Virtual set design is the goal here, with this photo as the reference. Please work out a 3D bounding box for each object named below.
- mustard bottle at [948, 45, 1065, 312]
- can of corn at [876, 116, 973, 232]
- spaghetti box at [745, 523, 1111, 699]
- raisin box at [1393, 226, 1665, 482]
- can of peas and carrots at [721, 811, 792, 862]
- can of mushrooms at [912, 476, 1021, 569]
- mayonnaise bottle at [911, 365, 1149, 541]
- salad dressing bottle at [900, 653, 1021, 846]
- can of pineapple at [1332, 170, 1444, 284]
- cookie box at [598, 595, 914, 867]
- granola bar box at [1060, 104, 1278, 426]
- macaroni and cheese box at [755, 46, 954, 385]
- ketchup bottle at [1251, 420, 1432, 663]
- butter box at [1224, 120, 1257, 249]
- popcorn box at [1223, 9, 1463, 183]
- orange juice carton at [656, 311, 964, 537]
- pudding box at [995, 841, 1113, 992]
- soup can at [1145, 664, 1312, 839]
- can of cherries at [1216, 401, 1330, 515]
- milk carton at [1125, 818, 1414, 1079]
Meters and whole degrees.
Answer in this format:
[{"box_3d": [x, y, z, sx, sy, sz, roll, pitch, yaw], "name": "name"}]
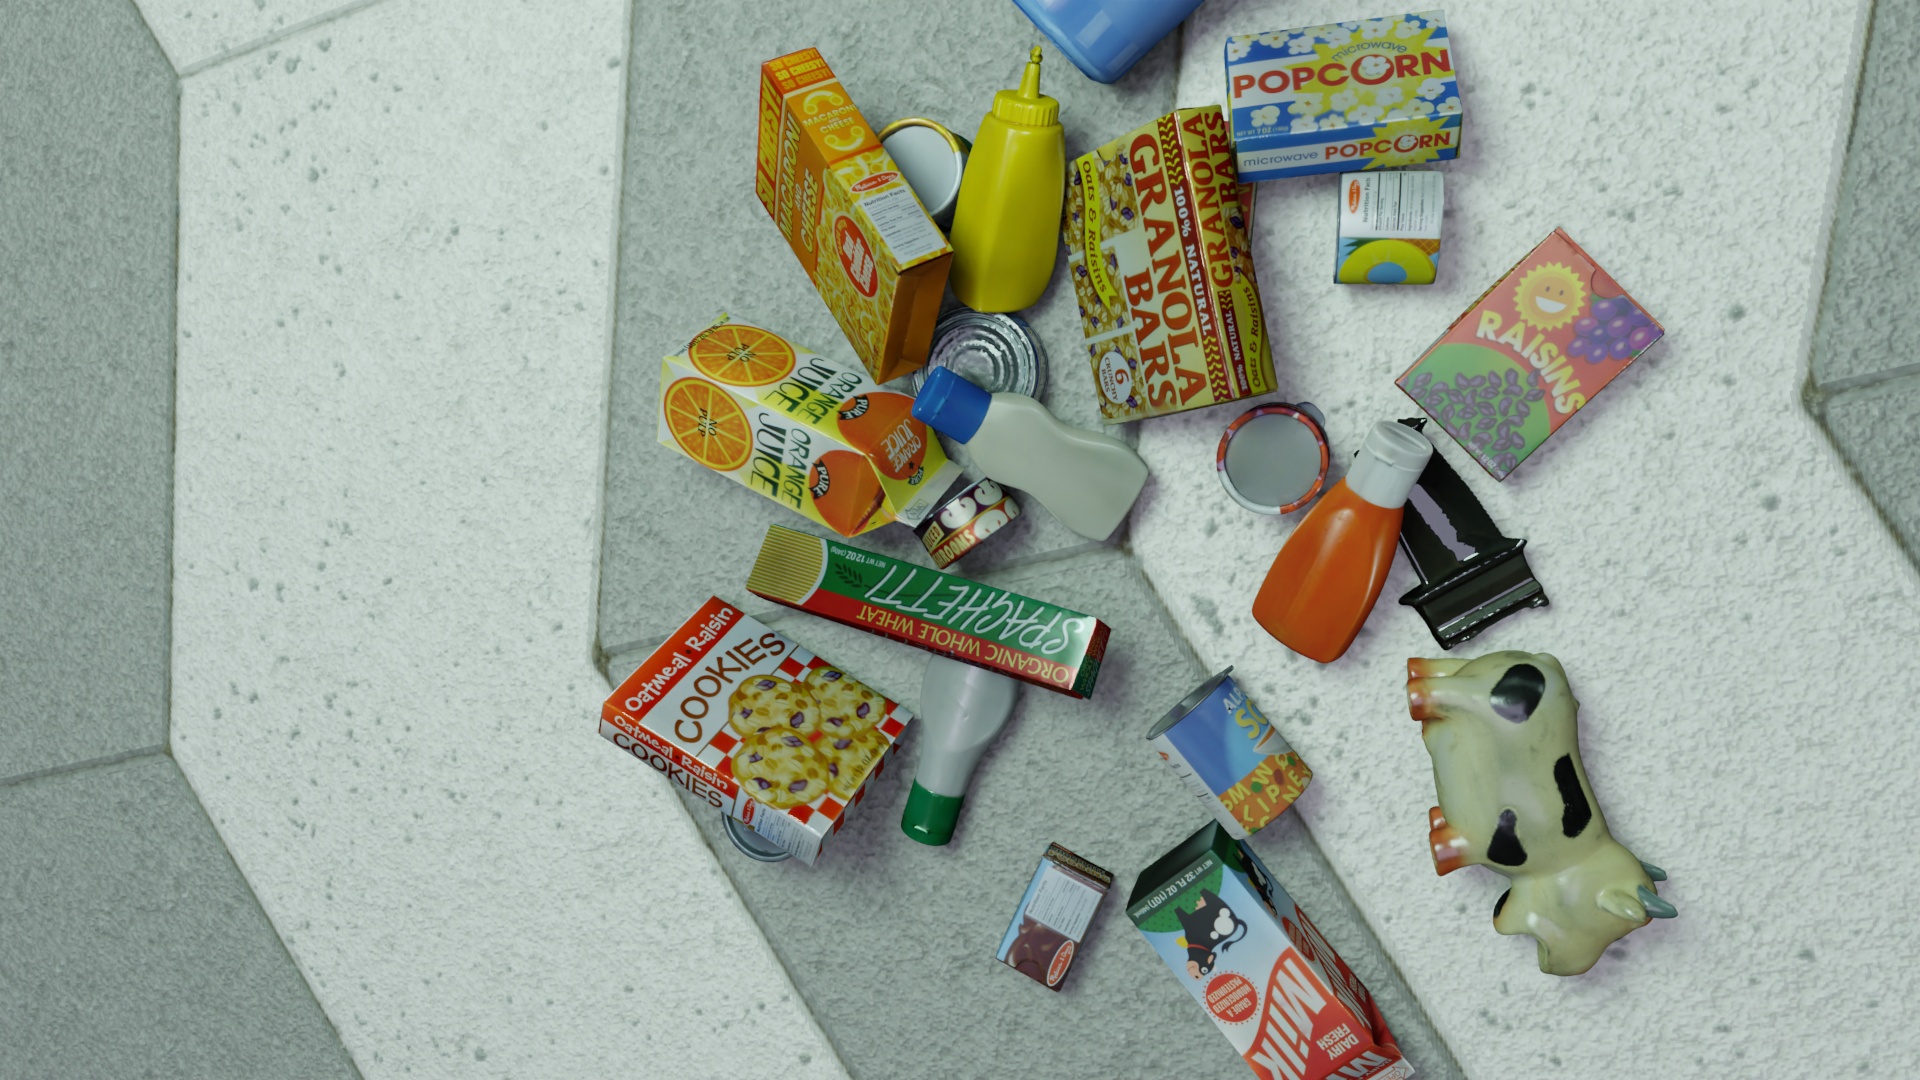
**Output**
[{"box_3d": [0.033, -0.220, 0.844, 0.049, 0.065, 0.159, 41, 131, 42], "name": "mustard bottle"}, {"box_3d": [-0.025, -0.232, 0.883, 0.071, 0.058, 0.071, 2, 97, 15], "name": "can of corn"}, {"box_3d": [-0.026, 0.043, 0.895, 0.250, 0.028, 0.050, 15, 79, 26], "name": "spaghetti box"}, {"box_3d": [0.329, -0.107, 0.811, 0.086, 0.040, 0.123, 46, 105, 7], "name": "raisin box"}, {"box_3d": [-0.124, 0.178, 0.955, 0.071, 0.059, 0.071, 2, 96, 16], "name": "can of peas and carrots"}, {"box_3d": [0.003, -0.011, 0.894, 0.071, 0.071, 0.033, -35, 88, 16], "name": "can of mushrooms"}, {"box_3d": [0.042, -0.058, 0.866, 0.148, 0.041, 0.064, 29, 106, -14], "name": "mayonnaise bottle"}, {"box_3d": [-0.003, 0.130, 0.926, 0.064, 0.044, 0.147, 20, 102, 12], "name": "salad dressing bottle"}, {"box_3d": [0.249, -0.182, 0.812, 0.058, 0.071, 0.071, 4, 97, 14], "name": "can of pineapple"}, {"box_3d": [-0.134, 0.122, 0.918, 0.167, 0.123, 0.040, 29, 132, 10], "name": "cookie box"}, {"box_3d": [0.118, -0.157, 0.826, 0.124, 0.039, 0.165, -7, 96, 59], "name": "granola bar box"}, {"box_3d": [-0.069, -0.197, 0.852, 0.040, 0.123, 0.167, -25, 71, -20], "name": "macaroni and cheese box"}, {"box_3d": [0.229, 0.000, 0.821, 0.065, 0.044, 0.148, 36, 126, 23], "name": "ketchup bottle"}, {"box_3d": [0.155, -0.205, 0.855, 0.053, 0.024, 0.103, 6, 98, 14], "name": "butter box"}, {"box_3d": [0.218, -0.256, 0.801, 0.127, 0.038, 0.085, -3, 59, 12], "name": "popcorn box"}, {"box_3d": [-0.096, -0.068, 0.898, 0.193, 0.072, 0.072, 26, 132, 13], "name": "orange juice carton"}, {"box_3d": [0.063, 0.251, 0.928, 0.050, 0.030, 0.083, 25, 102, 10], "name": "pudding box"}, {"box_3d": [0.170, 0.132, 0.867, 0.071, 0.071, 0.084, -42, 85, 16], "name": "soup can"}, {"box_3d": [0.192, -0.053, 0.844, 0.071, 0.058, 0.071, 2, 97, 15], "name": "can of cherries"}, {"box_3d": [0.195, 0.276, 0.872, 0.072, 0.073, 0.190, -40, 85, 16], "name": "milk carton"}]
